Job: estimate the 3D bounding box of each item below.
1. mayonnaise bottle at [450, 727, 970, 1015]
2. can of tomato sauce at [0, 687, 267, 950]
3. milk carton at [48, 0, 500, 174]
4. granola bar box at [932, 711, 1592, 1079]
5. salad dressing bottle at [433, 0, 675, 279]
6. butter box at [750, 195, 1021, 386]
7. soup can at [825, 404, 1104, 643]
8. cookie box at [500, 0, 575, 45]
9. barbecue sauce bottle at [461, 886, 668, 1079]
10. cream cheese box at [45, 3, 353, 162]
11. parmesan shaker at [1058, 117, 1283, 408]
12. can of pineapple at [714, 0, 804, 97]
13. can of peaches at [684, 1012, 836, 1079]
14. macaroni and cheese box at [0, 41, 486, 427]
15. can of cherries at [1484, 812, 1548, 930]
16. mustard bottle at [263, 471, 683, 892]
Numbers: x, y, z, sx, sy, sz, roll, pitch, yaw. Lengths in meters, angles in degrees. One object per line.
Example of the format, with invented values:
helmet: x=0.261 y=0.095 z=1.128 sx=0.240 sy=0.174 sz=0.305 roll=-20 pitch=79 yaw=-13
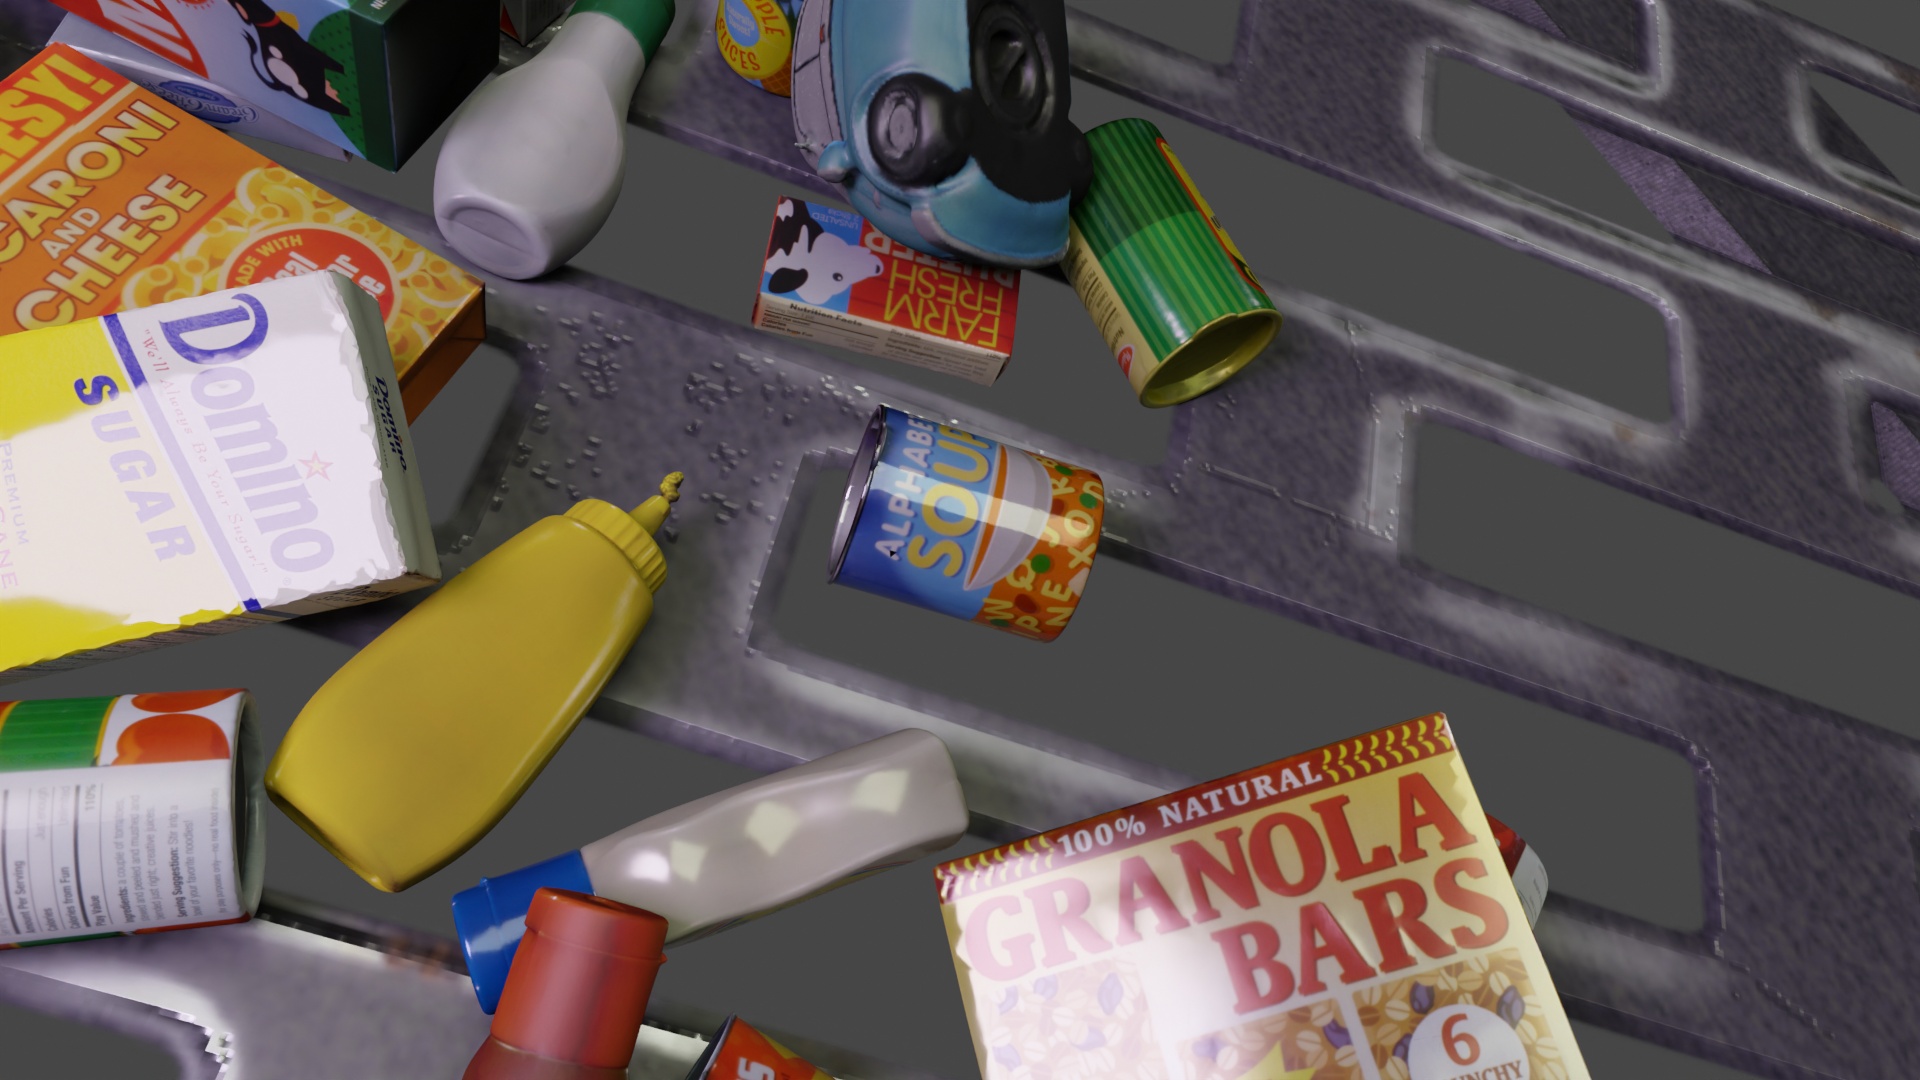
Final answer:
mayonnaise bottle: x=-0.074 y=0.098 z=0.421 sx=0.148 sy=0.064 sz=0.041 roll=-17 pitch=82 yaw=-20
can of tomato sauce: x=-0.238 y=0.074 z=0.377 sx=0.083 sy=0.071 sz=0.071 roll=-2 pitch=64 yaw=-20
milk carton: x=-0.265 y=-0.216 z=0.485 sx=0.190 sy=0.073 sz=0.073 roll=27 pitch=57 yaw=-2
granola bar box: x=0.087 y=0.137 z=0.422 sx=0.165 sy=0.039 sz=0.124 roll=-18 pitch=67 yaw=6
salad dressing bottle: x=-0.153 y=-0.170 z=0.545 sx=0.064 sy=0.043 sz=0.148 roll=23 pitch=57 yaw=-11
butter box: x=-0.029 y=-0.100 z=0.560 sx=0.103 sy=0.024 sz=0.053 roll=12 pitch=61 yaw=-11
soup can: x=0.002 y=-0.006 z=0.493 sx=0.084 sy=0.071 sz=0.071 roll=16 pitch=60 yaw=-10
cookie box: x=-0.190 y=-0.306 z=0.607 sx=0.123 sy=0.040 sz=0.168 roll=32 pitch=59 yaw=0
barbecue sauce bottle: x=-0.113 y=0.165 z=0.349 sx=0.043 sy=0.064 sz=0.149 roll=21 pitch=75 yaw=-22
cream cheese box: x=-0.275 y=-0.182 z=0.522 sx=0.104 sy=0.024 sz=0.053 roll=14 pitch=60 yaw=-11
parmesan shaker: x=0.079 y=-0.117 z=0.576 sx=0.071 sy=0.071 sz=0.103 roll=-19 pitch=71 yaw=-26
can of pineapple: x=-0.071 y=-0.234 z=0.597 sx=0.071 sy=0.057 sz=0.071 roll=8 pitch=61 yaw=-14
can of peaches: x=-0.056 y=0.174 z=0.380 sx=0.058 sy=0.071 sz=0.071 roll=33 pitch=58 yaw=-1
macaroni and cheese box: x=-0.266 y=-0.076 z=0.461 sx=0.166 sy=0.040 sz=0.124 roll=30 pitch=59 yaw=-2
can of cherries: x=0.157 y=0.128 z=0.478 sx=0.071 sy=0.071 sz=0.059 roll=37 pitch=59 yaw=3
mustard bottle: x=-0.138 y=0.033 z=0.439 sx=0.065 sy=0.048 sz=0.161 roll=45 pitch=57 yaw=-9
